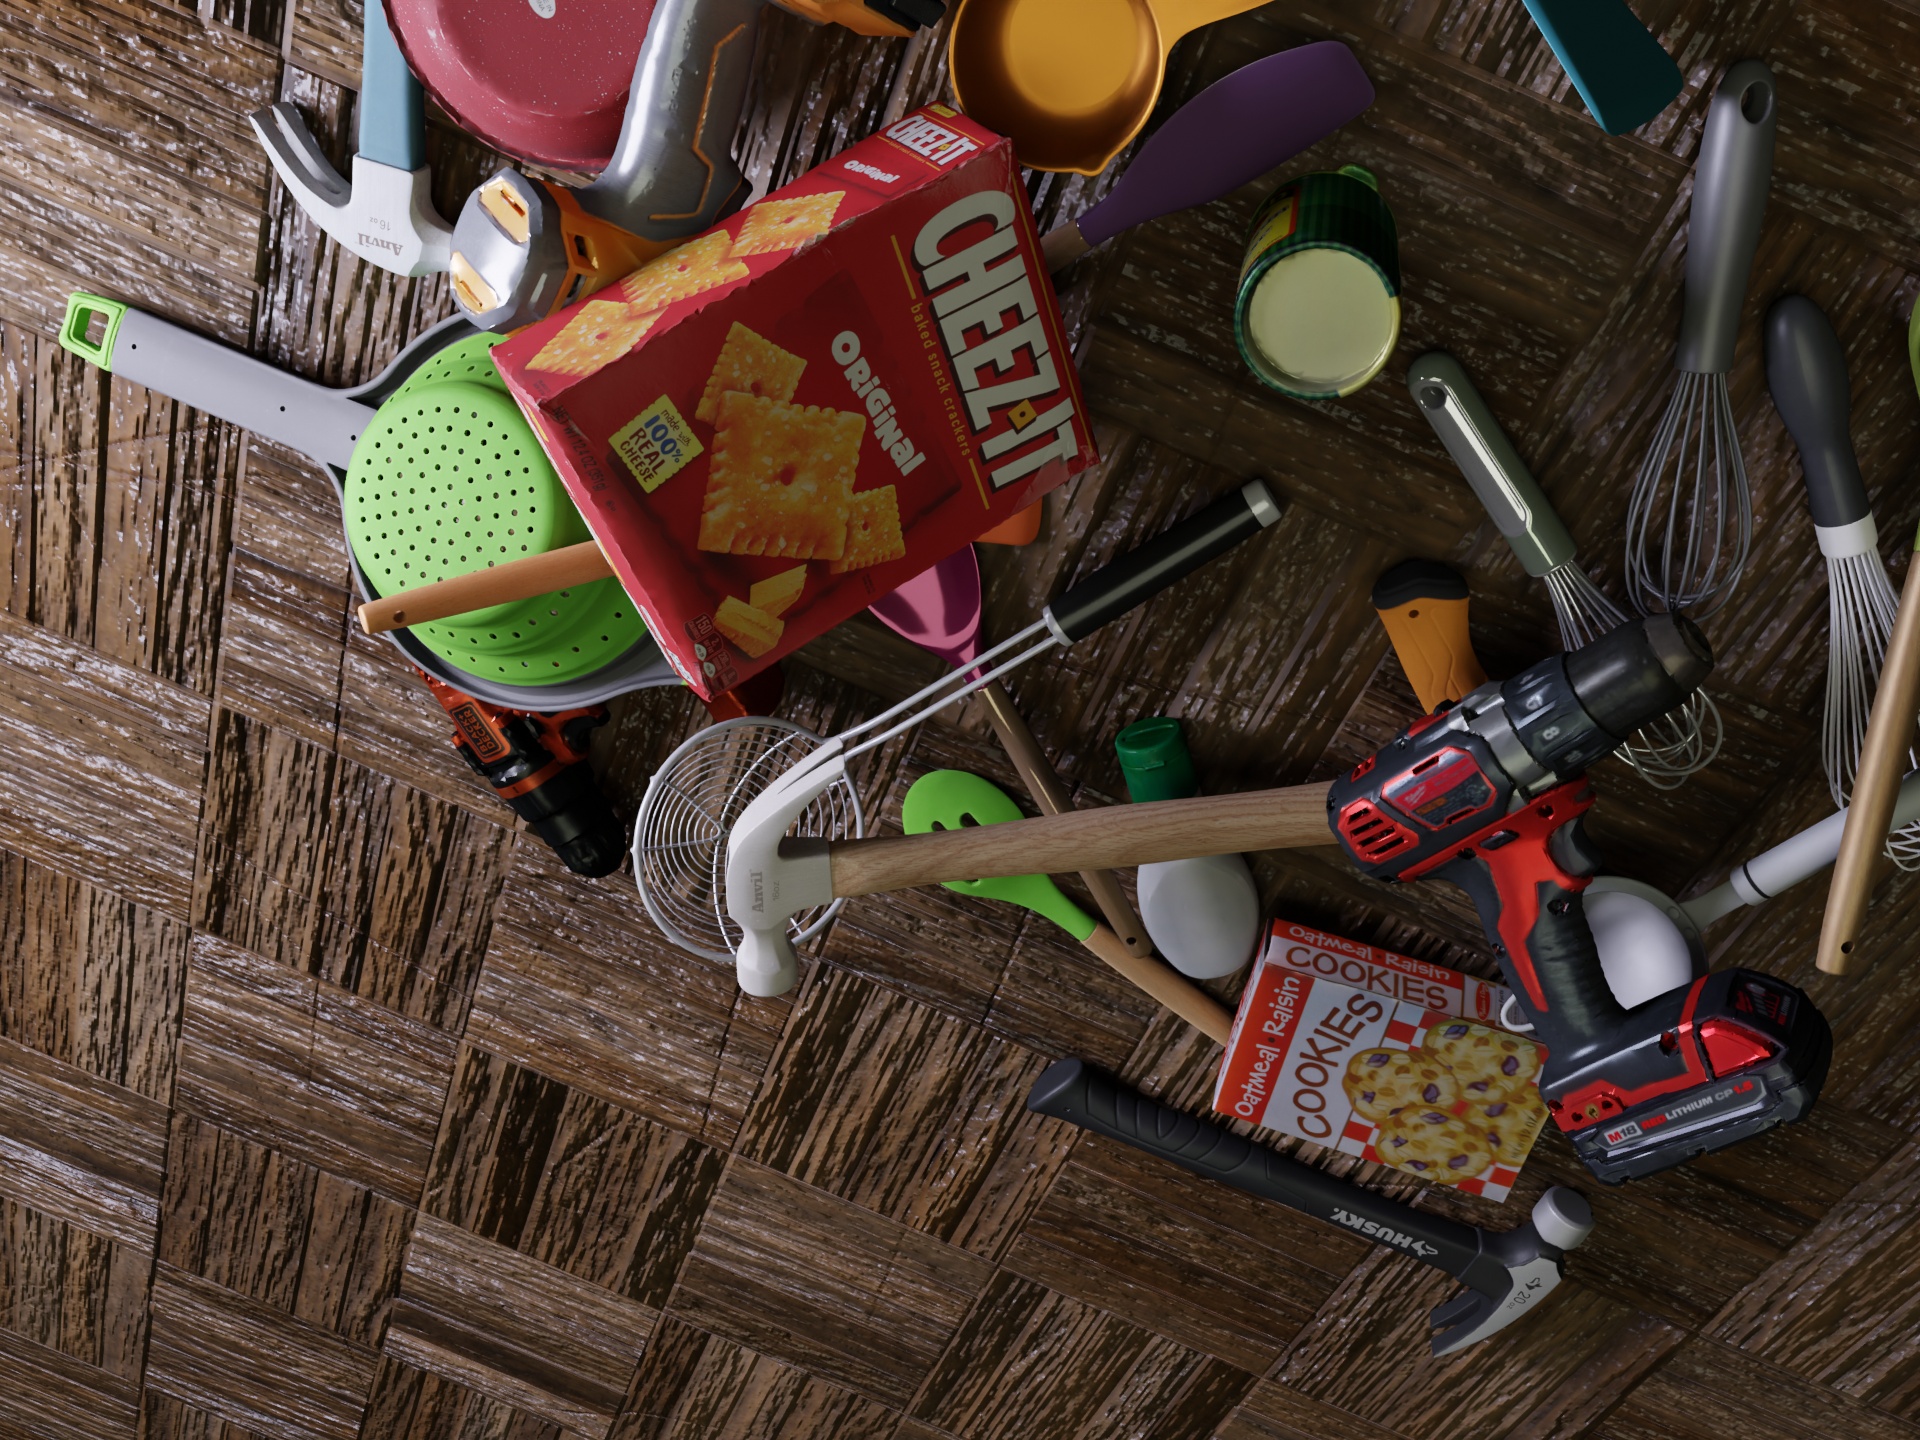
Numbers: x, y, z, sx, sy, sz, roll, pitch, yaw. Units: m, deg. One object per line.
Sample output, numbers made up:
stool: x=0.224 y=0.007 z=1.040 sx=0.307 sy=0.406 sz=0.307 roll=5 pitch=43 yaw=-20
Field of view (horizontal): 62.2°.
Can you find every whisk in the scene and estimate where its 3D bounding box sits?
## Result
whisk: x=0.317 y=-0.151 z=0.671 sx=0.055 sy=0.055 sz=0.238 roll=2 pitch=117 yaw=12
whisk: x=0.277 y=-0.067 z=0.734 sx=0.246 sy=0.059 sz=0.058 roll=52 pitch=146 yaw=-14
whisk: x=0.400 y=-0.055 z=0.707 sx=0.070 sy=0.070 sz=0.284 roll=-17 pitch=111 yaw=23

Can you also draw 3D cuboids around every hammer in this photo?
hammer: x=0.200 y=0.289 z=0.981 sx=0.335 sy=0.035 sz=0.146 roll=22 pitch=123 yaw=0
hammer: x=0.048 y=0.059 z=0.795 sx=0.331 sy=0.031 sz=0.130 roll=-6 pitch=120 yaw=-9
hammer: x=-0.242 y=-0.356 z=0.685 sx=0.128 sy=0.033 sz=0.330 roll=16 pitch=124 yaw=2
hammer: x=0.290 y=0.064 z=0.819 sx=0.127 sy=0.034 sz=0.336 roll=-24 pitch=113 yaw=24

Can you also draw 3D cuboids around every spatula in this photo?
spatula: x=-0.108 y=-0.085 z=0.727 sx=0.322 sy=0.041 sz=0.081 roll=-19 pitch=123 yaw=-25
spatula: x=0.202 y=-0.370 z=0.560 sx=0.044 sy=0.082 sz=0.317 roll=5 pitch=122 yaw=44
spatula: x=0.033 y=-0.207 z=0.714 sx=0.316 sy=0.018 sz=0.059 roll=-25 pitch=149 yaw=29

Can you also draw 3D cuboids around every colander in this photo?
colander: x=-0.295 y=-0.133 z=0.771 sx=0.397 sy=0.094 sz=0.204 roll=23 pitch=100 yaw=9

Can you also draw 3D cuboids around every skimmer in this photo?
skimmer: x=-0.001 y=-0.003 z=0.784 sx=0.363 sy=0.090 sz=0.127 roll=-31 pitch=115 yaw=18

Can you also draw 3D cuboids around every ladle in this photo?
ladle: x=0.403 y=-0.041 z=0.657 sx=0.078 sy=0.062 sz=0.320 roll=6 pitch=103 yaw=-4

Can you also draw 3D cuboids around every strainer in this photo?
strainer: x=0.368 y=0.082 z=0.752 sx=0.258 sy=0.050 sz=0.087 roll=-43 pitch=69 yaw=37

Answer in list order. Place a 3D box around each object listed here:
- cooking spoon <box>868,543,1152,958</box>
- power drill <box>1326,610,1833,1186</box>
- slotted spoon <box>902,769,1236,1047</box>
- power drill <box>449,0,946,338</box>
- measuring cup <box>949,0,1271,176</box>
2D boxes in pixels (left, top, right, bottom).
cooking spoon: x=0.025 y=0.001 z=0.844 sx=0.069 sy=0.017 sz=0.318 roll=-25 pitch=109 yaw=17
power drill: x=0.298 y=0.077 z=0.723 sx=0.188 sy=0.080 sz=0.227 roll=-38 pitch=84 yaw=36
slotted spoon: x=0.095 y=0.134 z=0.915 sx=0.313 sy=0.031 sz=0.070 roll=37 pitch=116 yaw=-12
power drill: x=-0.088 y=-0.244 z=0.660 sx=0.084 sy=0.185 sz=0.226 roll=47 pitch=116 yaw=28
measuring cup: x=0.081 y=-0.286 z=0.640 sx=0.173 sy=0.052 sz=0.095 roll=-15 pitch=117 yaw=20
